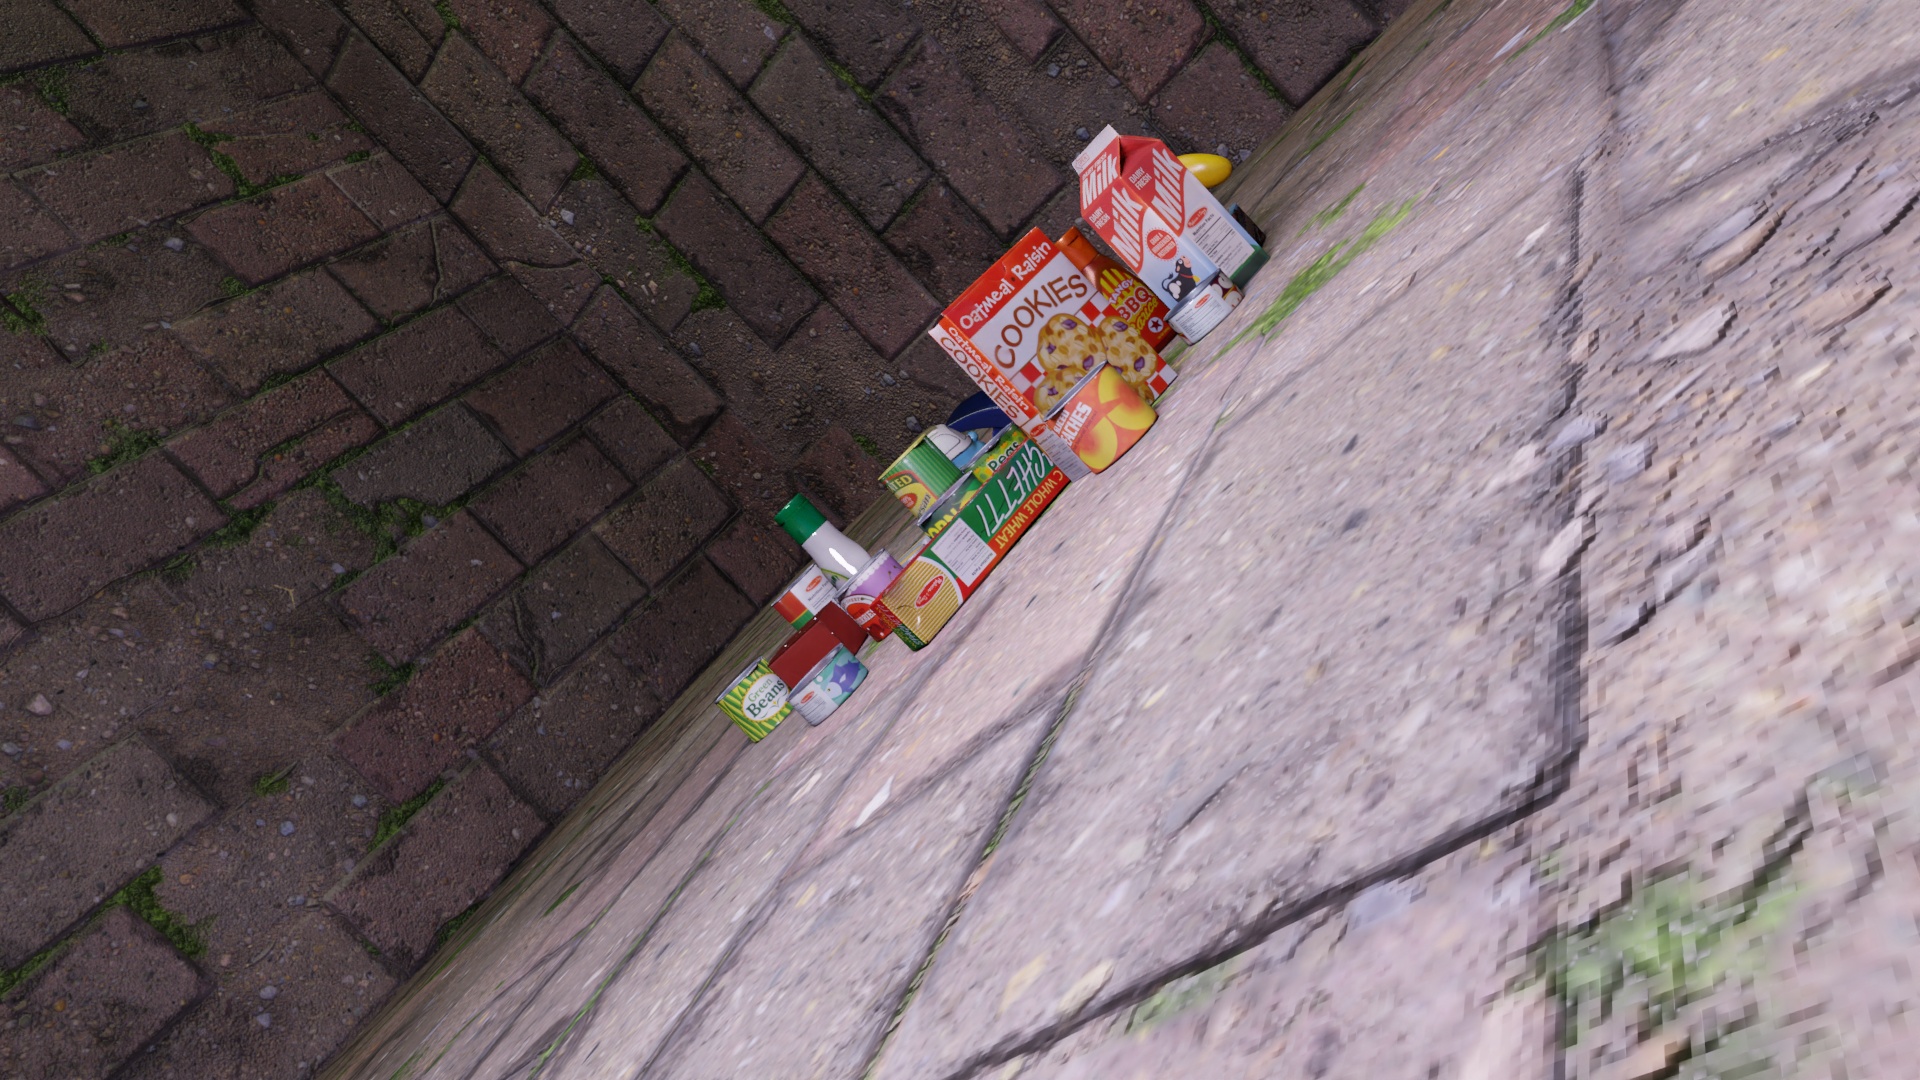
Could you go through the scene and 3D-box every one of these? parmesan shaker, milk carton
[{"bbox_3d":[-0.022,-0.049,1.392,0.071,0.103,0.071,-44,5,5],"label":"parmesan shaker"},{"bbox_3d":[0.184,-0.295,1.281,0.074,0.190,0.072,-47,6,-31],"label":"milk carton"}]

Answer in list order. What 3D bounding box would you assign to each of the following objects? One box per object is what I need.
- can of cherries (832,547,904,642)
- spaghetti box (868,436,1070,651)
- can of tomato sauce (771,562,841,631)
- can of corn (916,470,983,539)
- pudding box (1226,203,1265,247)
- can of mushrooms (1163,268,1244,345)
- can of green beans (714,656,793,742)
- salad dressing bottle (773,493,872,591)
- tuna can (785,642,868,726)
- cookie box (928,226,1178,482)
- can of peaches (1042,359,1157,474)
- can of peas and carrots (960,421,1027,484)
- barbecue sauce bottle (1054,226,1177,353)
[{"bbox_3d":[-0.074,0.051,1.258,0.071,0.058,0.071,-44,5,5],"label":"can of cherries"},{"bbox_3d":[0.024,-0.015,1.082,0.251,0.050,0.028,-48,6,-33],"label":"spaghetti box"},{"bbox_3d":[-0.154,0.077,1.512,0.071,0.083,0.071,-44,5,5],"label":"can of tomato sauce"},{"bbox_3d":[0.004,-0.015,1.184,0.071,0.058,0.071,-44,5,5],"label":"can of corn"},{"bbox_3d":[0.284,-0.313,1.427,0.030,0.049,0.084,-42,6,27],"label":"pudding box"},{"bbox_3d":[0.213,-0.204,1.213,0.071,0.033,0.071,-44,5,5],"label":"can of mushrooms"},{"bbox_3d":[-0.200,0.158,1.377,0.071,0.058,0.071,-44,5,5],"label":"can of green beans"},{"bbox_3d":[-0.116,0.018,1.339,0.044,0.147,0.064,-47,6,-23],"label":"salad dressing bottle"},{"bbox_3d":[-0.108,0.118,1.142,0.071,0.033,0.071,-44,5,5],"label":"tuna can"},{"bbox_3d":[0.075,-0.149,1.101,0.123,0.167,0.040,-47,6,-27],"label":"cookie box"},{"bbox_3d":[0.103,-0.090,1.032,0.071,0.058,0.071,-44,5,5],"label":"can of peaches"},{"bbox_3d":[0.044,-0.066,1.273,0.071,0.058,0.071,-44,5,5],"label":"can of peas and carrots"},{"bbox_3d":[0.150,-0.246,1.379,0.065,0.148,0.043,-46,5,-14],"label":"barbecue sauce bottle"}]
